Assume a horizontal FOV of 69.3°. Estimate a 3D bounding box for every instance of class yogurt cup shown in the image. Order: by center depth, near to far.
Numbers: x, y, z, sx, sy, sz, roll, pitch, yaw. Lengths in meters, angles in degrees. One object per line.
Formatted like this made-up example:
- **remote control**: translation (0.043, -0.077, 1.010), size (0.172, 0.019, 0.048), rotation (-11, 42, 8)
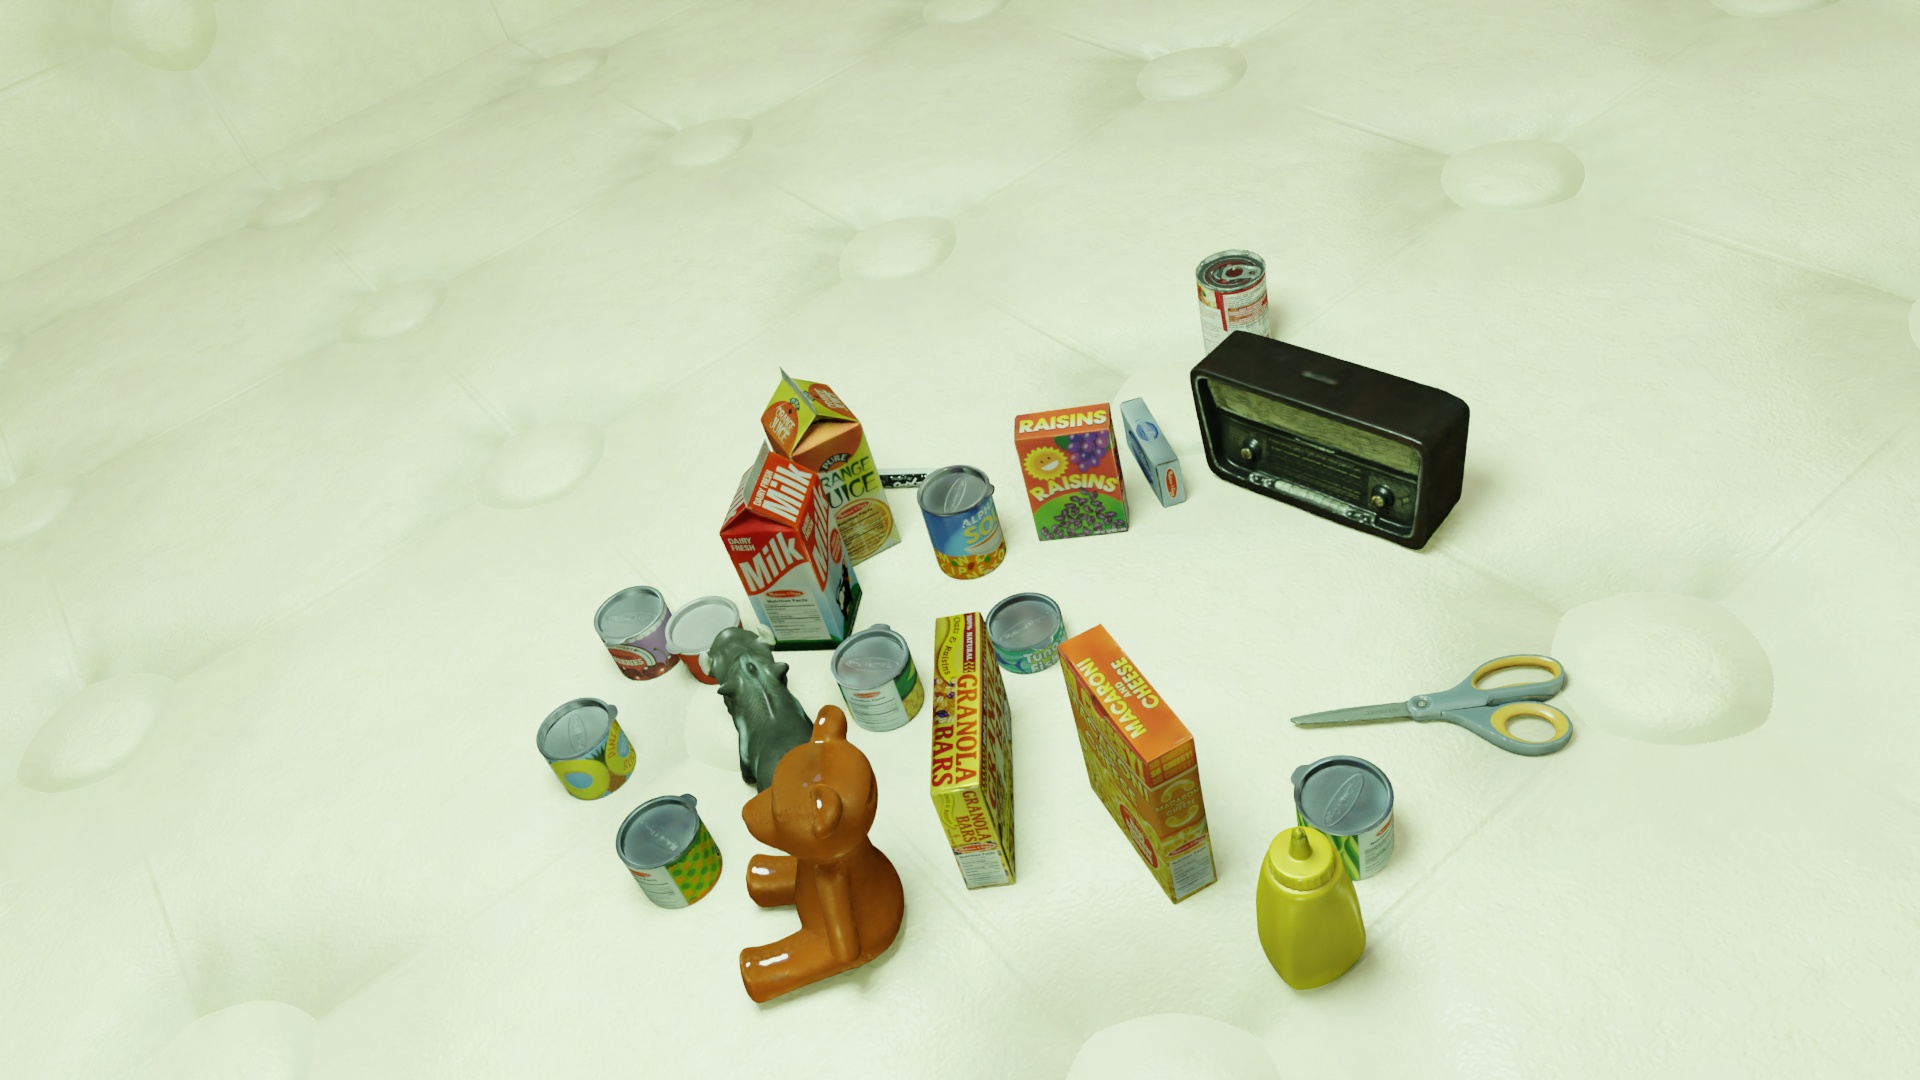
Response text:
- **yogurt cup**: translation (-0.221, 0.091, 1.231), size (0.072, 0.053, 0.073), rotation (-9, 43, 9)

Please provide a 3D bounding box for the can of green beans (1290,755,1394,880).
- **can of green beans**: translation (0.267, 0.193, 0.964), size (0.071, 0.057, 0.071), rotation (-9, 43, 9)

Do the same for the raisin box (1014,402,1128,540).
- **raisin box**: translation (0.101, -0.060, 1.237), size (0.086, 0.122, 0.040), rotation (-6, 43, 12)

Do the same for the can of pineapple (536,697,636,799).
- **can of pineapple**: translation (-0.312, 0.175, 1.167), size (0.071, 0.057, 0.071), rotation (-9, 43, 9)

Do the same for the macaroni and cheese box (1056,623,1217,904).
- **macaroni and cheese box**: translation (0.123, 0.157, 0.967), size (0.040, 0.165, 0.124), rotation (-26, 43, -10)

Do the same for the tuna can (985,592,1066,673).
- **tuna can**: translation (0.057, 0.079, 1.170), size (0.071, 0.032, 0.071), rotation (-9, 43, 8)

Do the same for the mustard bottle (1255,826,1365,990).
- **mustard bottle**: translation (0.218, 0.222, 0.872), size (0.065, 0.159, 0.049), rotation (-23, 42, -6)

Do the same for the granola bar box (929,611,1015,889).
- **granola bar box**: translation (0.011, 0.155, 1.036), size (0.039, 0.123, 0.166), rotation (-9, 43, 9)

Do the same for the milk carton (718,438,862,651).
- **milk carton**: translation (-0.149, 0.006, 1.196), size (0.073, 0.189, 0.073), rotation (-3, 44, 15)

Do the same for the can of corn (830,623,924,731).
- **can of corn**: translation (-0.067, 0.114, 1.154), size (0.071, 0.058, 0.071), rotation (-9, 43, 9)

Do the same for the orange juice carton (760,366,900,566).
- **orange juice carton**: translation (-0.122, -0.068, 1.266), size (0.073, 0.191, 0.072), rotation (-28, 43, -12)

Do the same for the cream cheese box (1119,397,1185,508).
- **cream cheese box**: translation (0.178, -0.082, 1.289), size (0.024, 0.053, 0.104), rotation (-19, 42, -2)

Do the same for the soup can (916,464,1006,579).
- **soup can**: translation (0.004, -0.016, 1.250), size (0.071, 0.083, 0.072), rotation (-9, 43, 9)

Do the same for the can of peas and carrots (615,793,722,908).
- **can of peas and carrots**: translation (-0.222, 0.238, 1.070), size (0.071, 0.058, 0.071), rotation (-9, 43, 9)

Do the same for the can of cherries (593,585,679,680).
- **can of cherries**: translation (-0.291, 0.086, 1.255), size (0.071, 0.058, 0.072), rotation (-9, 43, 9)
